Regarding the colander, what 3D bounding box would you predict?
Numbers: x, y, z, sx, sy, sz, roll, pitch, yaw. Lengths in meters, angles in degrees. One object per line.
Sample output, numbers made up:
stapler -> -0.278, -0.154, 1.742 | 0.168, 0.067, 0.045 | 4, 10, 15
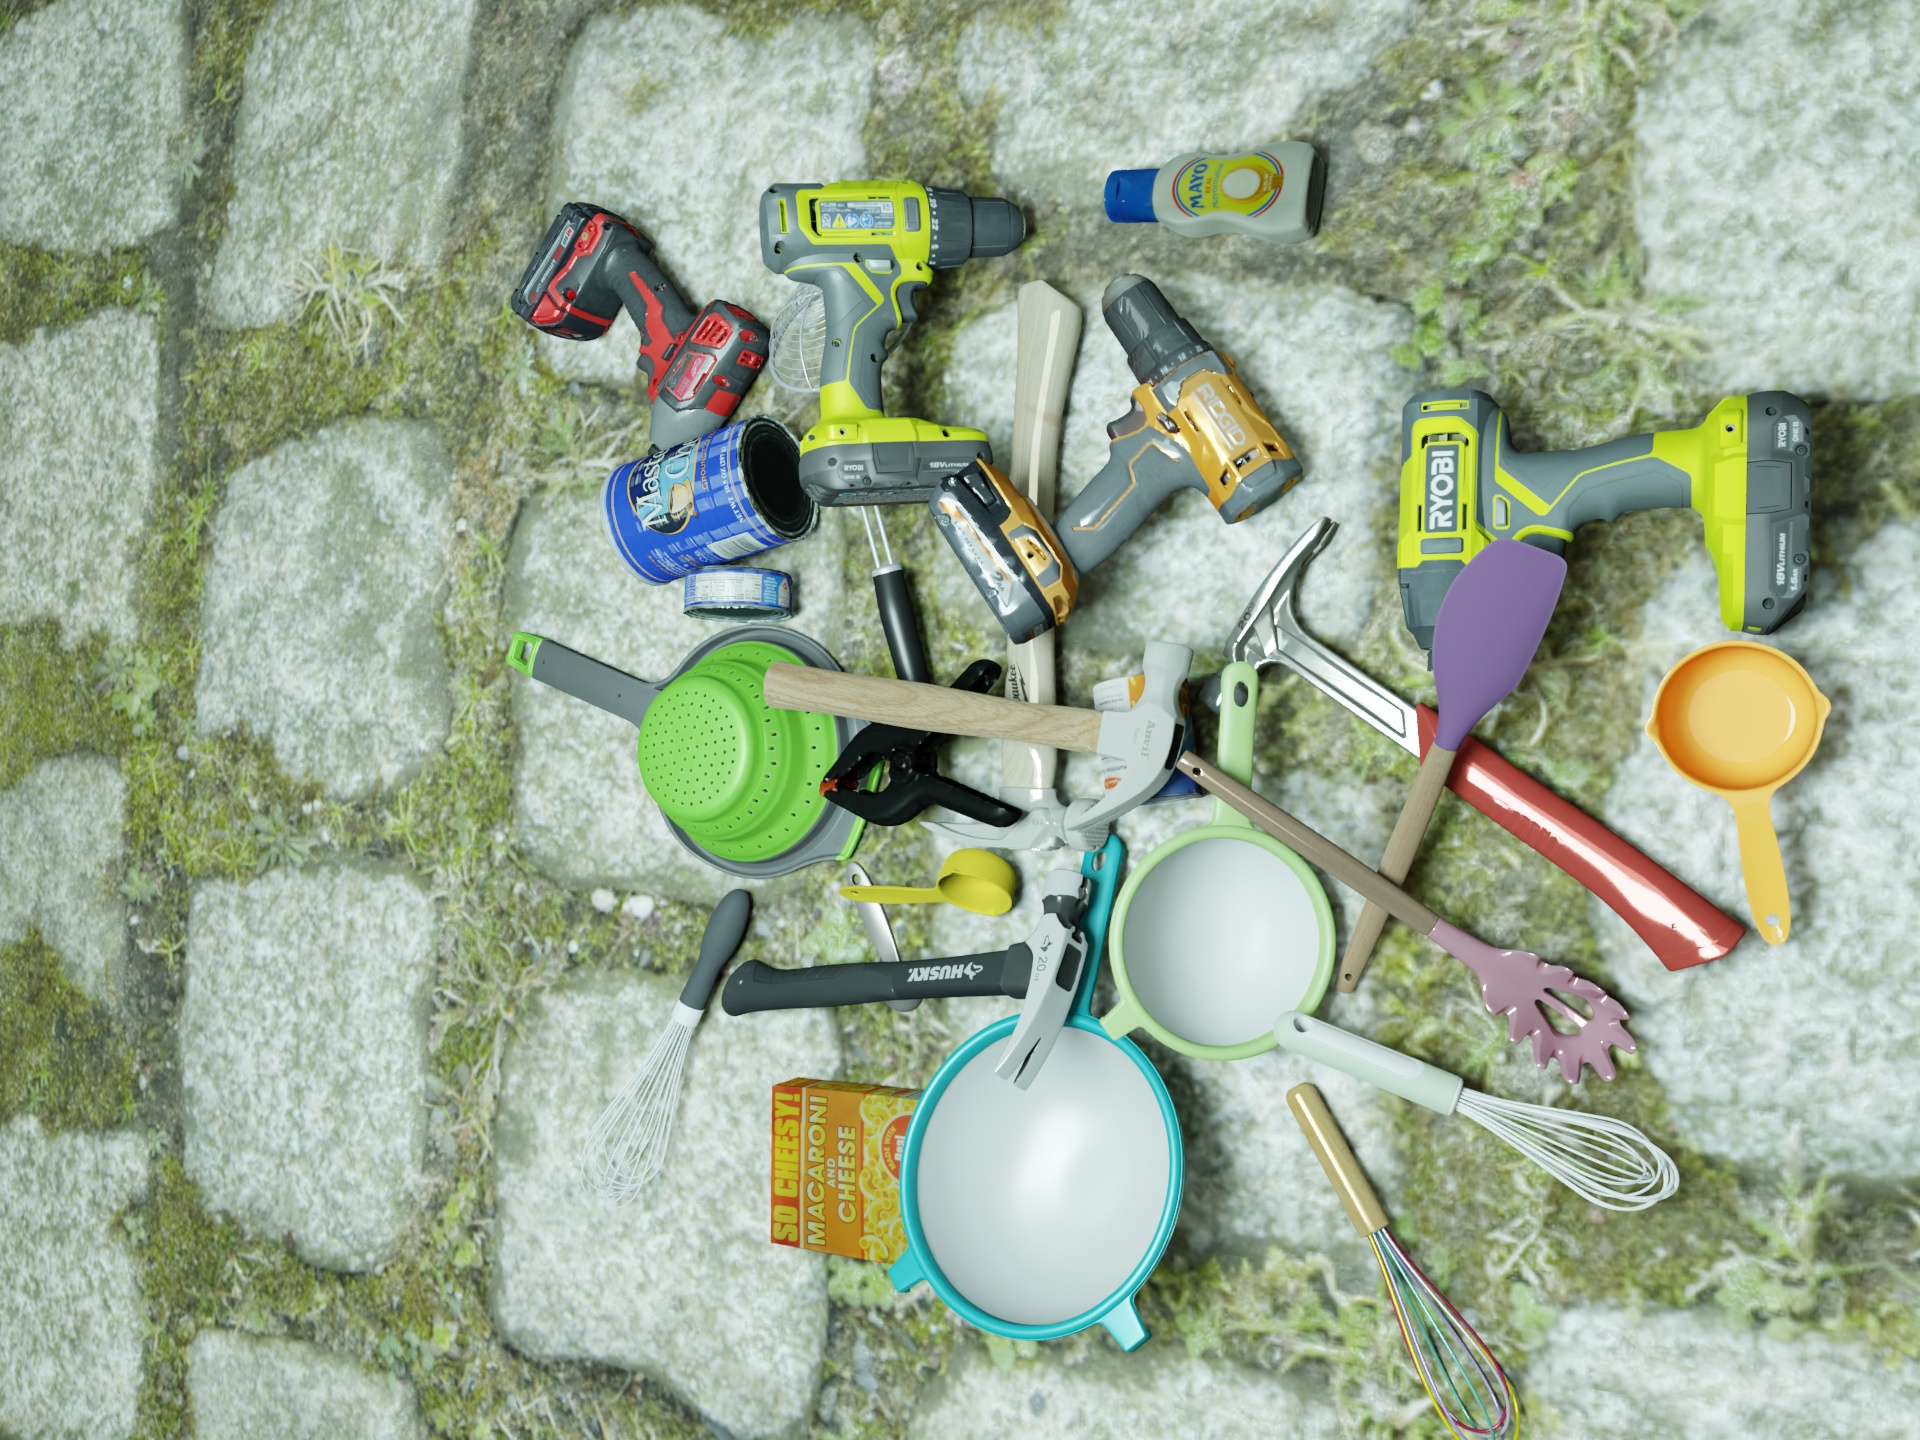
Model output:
colander -> -0.250, -0.003, 1.282 | 0.397, 0.094, 0.204 | 21, 98, 28

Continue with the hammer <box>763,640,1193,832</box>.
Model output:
hammer -> -0.002, -0.004, 1.100 | 0.331, 0.031, 0.130 | 8, 85, 32

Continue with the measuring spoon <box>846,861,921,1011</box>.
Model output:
measuring spoon -> -0.064, 0.164, 1.213 | 0.034, 0.018, 0.124 | -32, 72, 24

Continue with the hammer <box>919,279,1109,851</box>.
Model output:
hammer -> 0.043, -0.112, 1.155 | 0.146, 0.038, 0.411 | -1, 85, 37

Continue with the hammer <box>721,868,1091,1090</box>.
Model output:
hammer -> -0.054, 0.195, 1.154 | 0.335, 0.035, 0.146 | -12, 53, 39

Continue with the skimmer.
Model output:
skimmer -> -0.060, -0.175, 1.224 | 0.127, 0.090, 0.363 | -14, 91, 20

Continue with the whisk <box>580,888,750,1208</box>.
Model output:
whisk -> -0.232, 0.265, 1.284 | 0.070, 0.070, 0.284 | 28, 96, 27

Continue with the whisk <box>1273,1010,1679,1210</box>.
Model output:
whisk -> 0.308, 0.231, 0.965 | 0.246, 0.058, 0.059 | 20, 134, 18

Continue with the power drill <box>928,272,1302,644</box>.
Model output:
power drill -> 0.089, -0.179, 1.073 | 0.226, 0.084, 0.185 | -32, 82, 1

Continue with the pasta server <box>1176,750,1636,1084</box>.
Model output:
pasta server -> 0.267, 0.112, 0.978 | 0.316, 0.040, 0.060 | 34, 106, 9

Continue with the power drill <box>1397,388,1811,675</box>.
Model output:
power drill -> 0.374, -0.111, 0.939 | 0.223, 0.080, 0.171 | 1, 88, 25

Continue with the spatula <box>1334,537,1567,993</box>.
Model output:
spatula -> 0.286, 0.037, 0.974 | 0.060, 0.018, 0.315 | 22, 116, 16

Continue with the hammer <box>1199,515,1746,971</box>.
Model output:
hammer -> 0.325, 0.023, 0.994 | 0.359, 0.036, 0.149 | 39, 106, 26

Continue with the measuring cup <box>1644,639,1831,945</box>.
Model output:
measuring cup -> 0.454, 0.039, 0.914 | 0.095, 0.052, 0.173 | -10, 89, 28

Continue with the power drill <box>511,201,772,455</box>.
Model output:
power drill -> -0.266, -0.319, 1.323 | 0.220, 0.078, 0.143 | 42, 107, 21

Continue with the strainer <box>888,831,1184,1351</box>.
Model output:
strainer -> 0.084, 0.251, 1.097 | 0.211, 0.095, 0.340 | 0, 67, 34

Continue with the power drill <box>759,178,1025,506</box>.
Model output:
power drill -> -0.041, -0.276, 1.146 | 0.190, 0.080, 0.228 | -4, 88, -13

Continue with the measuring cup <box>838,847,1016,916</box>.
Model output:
measuring cup -> -0.026, 0.119, 1.181 | 0.156, 0.062, 0.029 | -5, 50, 36

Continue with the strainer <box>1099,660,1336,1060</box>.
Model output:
strainer -> 0.168, 0.091, 1.048 | 0.151, 0.069, 0.256 | 6, 85, -9

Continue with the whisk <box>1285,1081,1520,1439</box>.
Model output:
whisk -> 0.277, 0.342, 1.006 | 0.047, 0.051, 0.245 | -29, 68, 3
